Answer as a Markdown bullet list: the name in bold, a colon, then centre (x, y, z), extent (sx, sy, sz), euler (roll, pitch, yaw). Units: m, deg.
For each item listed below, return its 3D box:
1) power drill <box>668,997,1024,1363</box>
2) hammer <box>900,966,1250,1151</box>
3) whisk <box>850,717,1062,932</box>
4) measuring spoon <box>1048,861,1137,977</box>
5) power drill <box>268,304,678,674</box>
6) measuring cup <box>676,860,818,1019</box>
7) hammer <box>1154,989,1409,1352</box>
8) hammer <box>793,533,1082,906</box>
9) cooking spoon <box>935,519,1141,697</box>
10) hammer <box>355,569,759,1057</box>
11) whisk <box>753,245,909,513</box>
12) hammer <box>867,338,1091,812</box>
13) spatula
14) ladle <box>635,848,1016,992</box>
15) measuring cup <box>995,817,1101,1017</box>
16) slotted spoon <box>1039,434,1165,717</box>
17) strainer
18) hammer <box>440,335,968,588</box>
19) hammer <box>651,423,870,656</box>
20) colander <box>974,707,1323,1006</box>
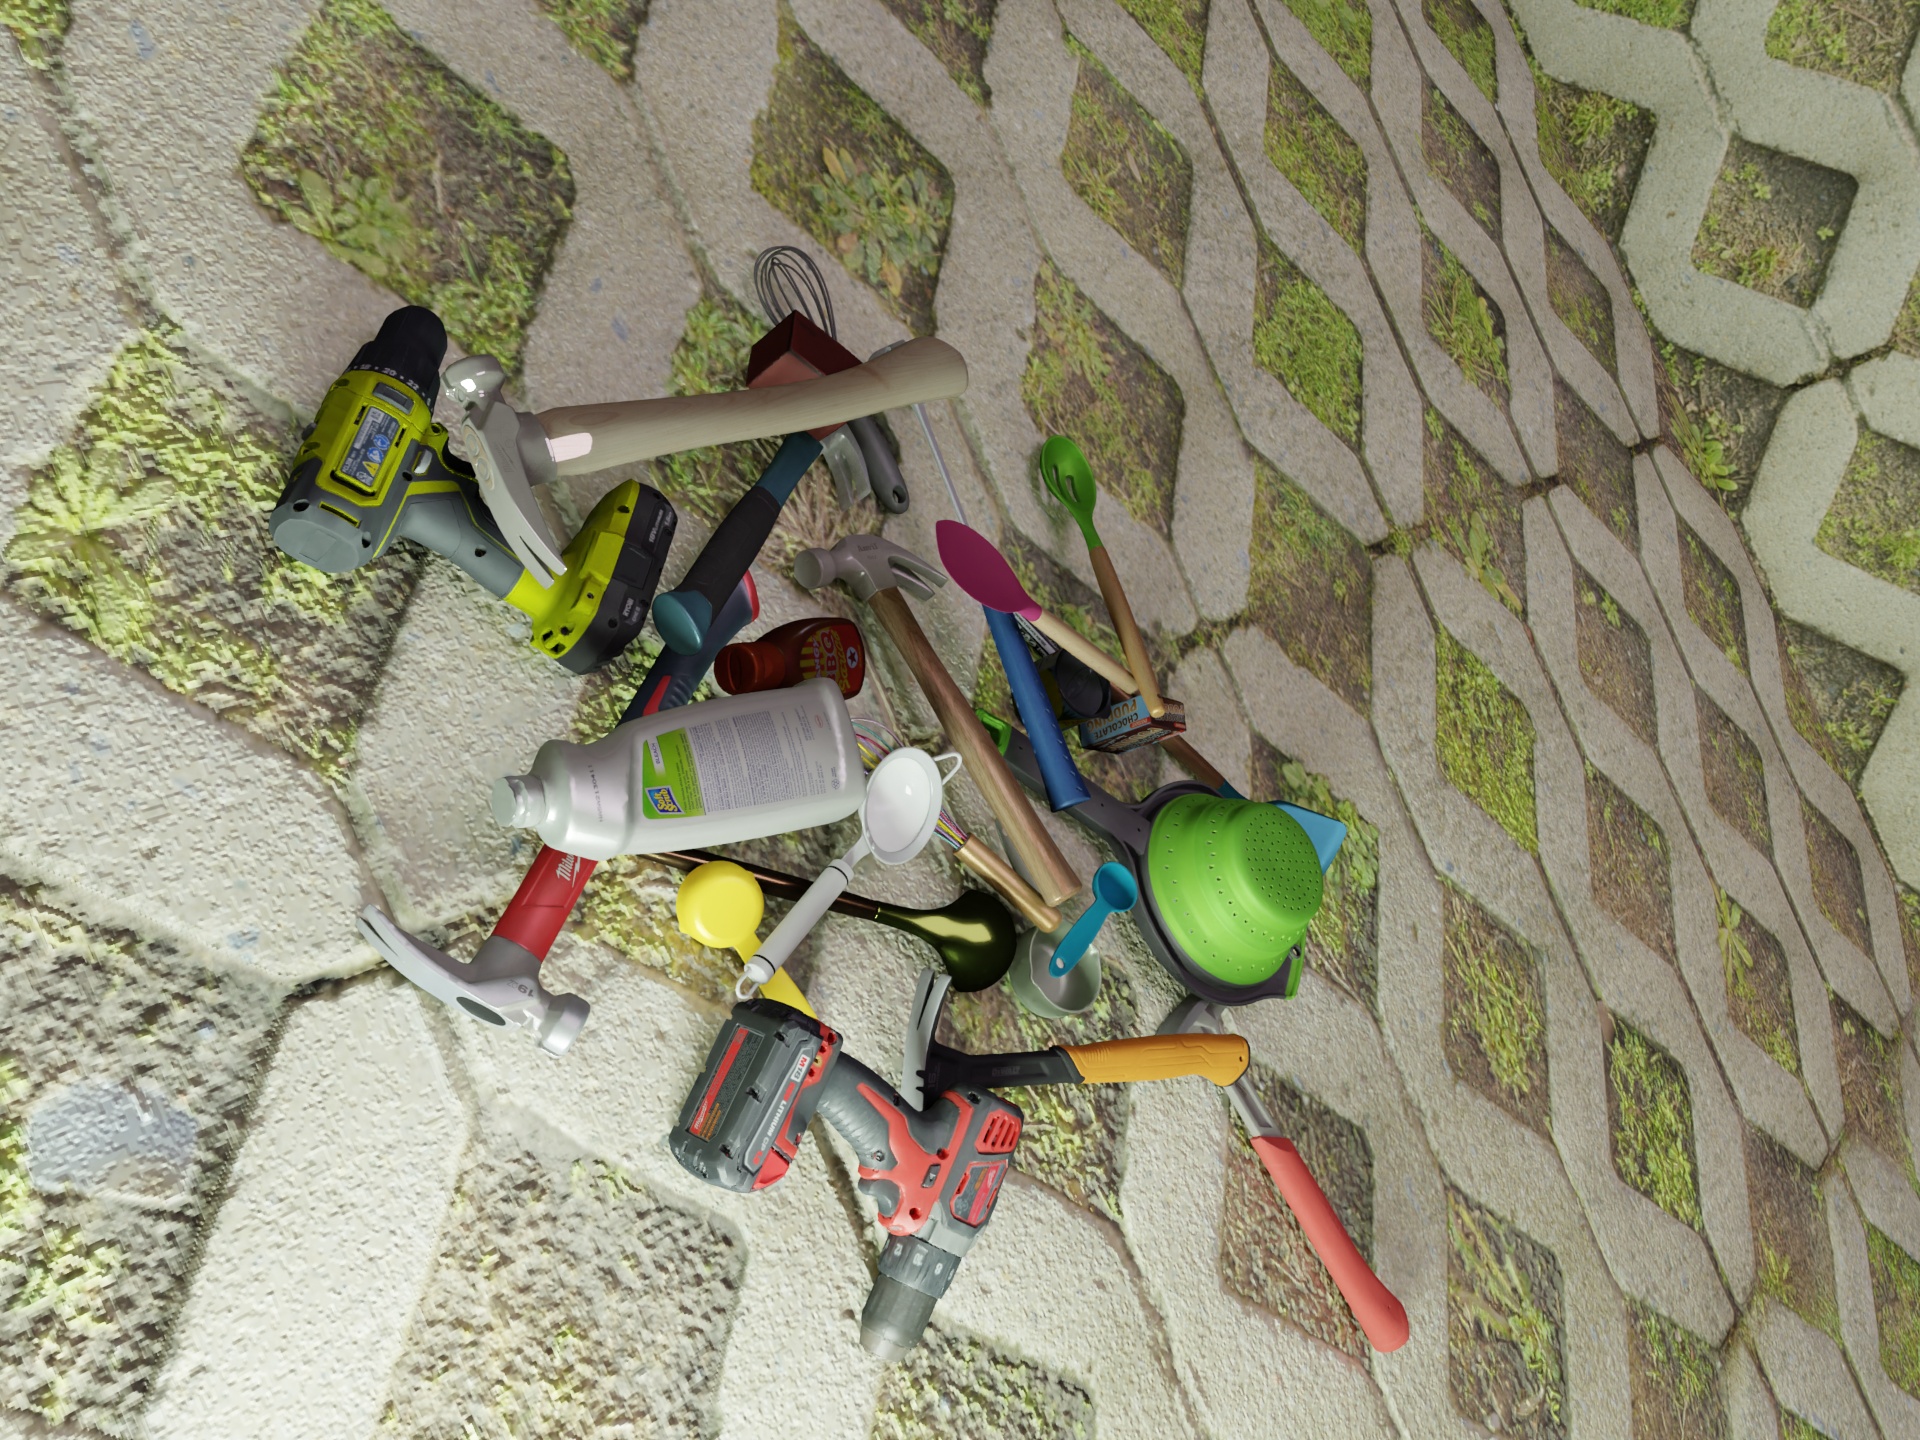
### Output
- **power drill**: centre (-0.074, 0.300, 1.037), extent (0.226, 0.080, 0.188), euler (34, 72, -29)
- **hammer**: centre (0.099, 0.254, 1.220), extent (0.336, 0.034, 0.127), euler (6, 89, -37)
- **whisk**: centre (-0.015, 0.080, 1.206), extent (0.245, 0.047, 0.051), euler (42, 52, -12)
- **measuring spoon**: centre (0.099, 0.162, 1.267), extent (0.042, 0.021, 0.129), euler (48, 50, -6)
- **power drill**: centre (-0.305, -0.148, 1.028), extent (0.228, 0.080, 0.191), euler (30, 54, -28)
- **measuring cup**: centre (-0.134, 0.164, 1.075), extent (0.062, 0.029, 0.156), euler (-37, 106, -17)
- **hammer**: centre (0.282, 0.398, 1.373), extent (0.149, 0.036, 0.359), euler (-37, 99, -45)
- **hammer**: centre (-0.002, -0.004, 1.241), extent (0.130, 0.031, 0.331), euler (-21, 76, -51)
- **cooking spoon**: centre (0.073, -0.075, 1.270), extent (0.318, 0.017, 0.069), euler (31, 43, -48)
- **hammer**: centre (-0.235, 0.022, 1.041), extent (0.143, 0.038, 0.387), euler (34, 49, -15)
- **whisk**: centre (-0.100, -0.278, 1.302), extent (0.055, 0.055, 0.239), euler (-36, 102, -46)
- **hammer**: centre (0.016, -0.121, 1.284), extent (0.144, 0.035, 0.405), euler (22, 47, -79)
- **spatula**: centre (0.229, 0.043, 1.472), extent (0.317, 0.044, 0.082), euler (39, 77, -22)
- **ladle**: centre (-0.091, 0.131, 1.141), extent (0.320, 0.062, 0.078), euler (19, 72, -29)
- **measuring cup**: centre (0.054, 0.157, 1.265), extent (0.083, 0.038, 0.168), euler (-14, 76, -45)
- **slotted spoon**: centre (0.126, -0.131, 1.406), extent (0.070, 0.031, 0.314), euler (15, 45, -38)
- **strainer**: centre (-0.082, 0.099, 1.104), extent (0.258, 0.050, 0.086), euler (-50, 133, -41)
- **hammer**: centre (-0.144, -0.203, 1.100), extent (0.410, 0.038, 0.146), euler (-21, 86, -41)
- **hammer**: centre (-0.149, -0.154, 1.164), extent (0.128, 0.033, 0.331), euler (46, 35, -19)
- **colander**: centre (0.182, 0.092, 1.344), extent (0.396, 0.094, 0.205), euler (35, 49, -21)
